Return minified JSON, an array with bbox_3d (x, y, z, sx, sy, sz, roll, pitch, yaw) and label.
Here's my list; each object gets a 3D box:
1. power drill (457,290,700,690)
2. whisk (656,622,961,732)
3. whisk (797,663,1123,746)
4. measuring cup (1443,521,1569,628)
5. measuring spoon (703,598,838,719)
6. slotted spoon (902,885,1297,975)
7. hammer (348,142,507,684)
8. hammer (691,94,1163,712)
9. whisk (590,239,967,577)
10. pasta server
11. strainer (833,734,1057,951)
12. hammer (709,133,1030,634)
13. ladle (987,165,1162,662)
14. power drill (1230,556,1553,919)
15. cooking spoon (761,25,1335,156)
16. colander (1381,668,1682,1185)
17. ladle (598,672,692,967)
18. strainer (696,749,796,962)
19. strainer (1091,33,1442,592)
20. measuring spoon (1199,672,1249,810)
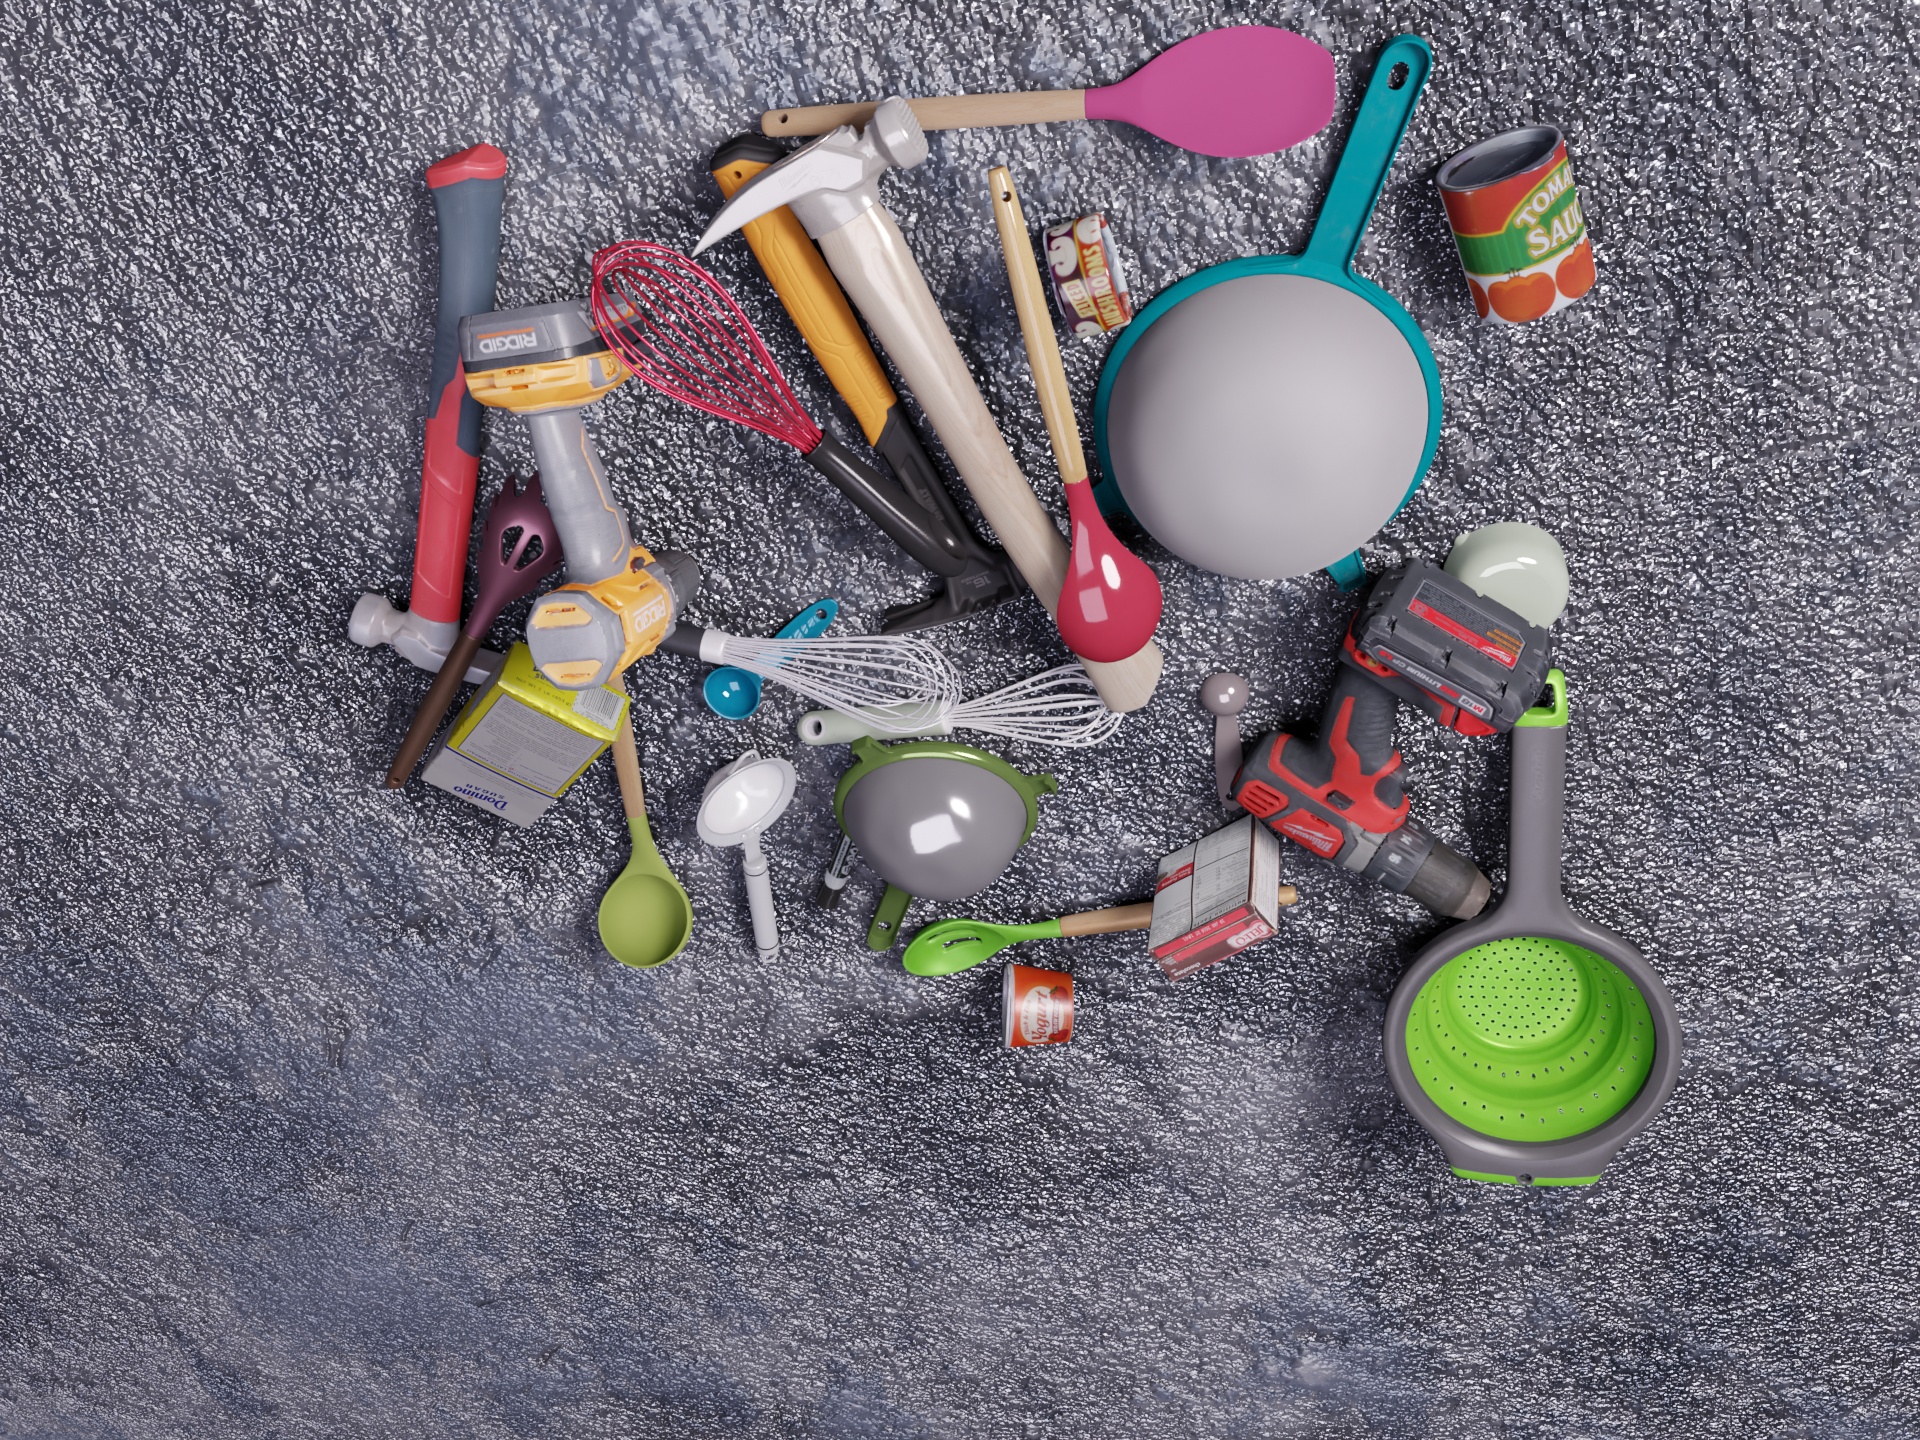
[{"bbox_3d":[-0.225,-0.149,1.000,0.084,0.185,0.226,-4,107,14],"label":"power drill"},{"bbox_3d":[-0.139,-0.043,1.099,0.284,0.070,0.070,12,128,6],"label":"whisk"},{"bbox_3d":[-0.002,-0.004,1.131,0.246,0.059,0.058,-5,89,18],"label":"whisk"},{"bbox_3d":[0.321,-0.057,1.036,0.083,0.038,0.167,34,123,-16],"label":"measuring cup"},{"bbox_3d":[-0.132,-0.049,1.138,0.128,0.021,0.042,-39,105,21],"label":"measuring spoon"},{"bbox_3d":[0.105,0.159,1.244,0.314,0.031,0.070,-10,141,14],"label":"slotted spoon"},{"bbox_3d":[-0.319,-0.184,1.049,0.143,0.038,0.386,17,128,-5],"label":"hammer"},{"bbox_3d":[0.004,-0.160,0.974,0.146,0.038,0.410,-23,120,19],"label":"hammer"},{"bbox_3d":[-0.104,-0.179,0.962,0.295,0.073,0.073,38,124,-25],"label":"whisk"},{"bbox_3d":[-0.348,-0.051,1.118,0.060,0.040,0.316,29,129,-16],"label":"pasta server"},{"bbox_3d":[-0.034,0.119,1.190,0.151,0.069,0.256,12,137,-10],"label":"strainer"},{"bbox_3d":[-0.065,-0.202,0.996,0.127,0.034,0.336,-18,122,20],"label":"hammer"},{"bbox_3d":[0.062,-0.167,0.935,0.069,0.031,0.315,-20,117,-4],"label":"ladle"},{"bbox_3d":[0.297,0.025,1.041,0.188,0.080,0.226,32,138,10],"label":"power drill"},{"bbox_3d":[0.044,-0.340,0.879,0.319,0.017,0.069,1,95,11],"label":"cooking spoon"},{"bbox_3d":[0.411,0.143,1.155,0.204,0.094,0.397,0,109,14],"label":"colander"},{"bbox_3d":[-0.255,0.056,1.210,0.078,0.062,0.319,5,125,11],"label":"ladle"},{"bbox_3d":[-0.164,0.106,1.241,0.087,0.050,0.258,-27,138,-25],"label":"strainer"},{"bbox_3d":[0.196,-0.208,0.909,0.211,0.095,0.340,15,129,-2],"label":"strainer"},{"bbox_3d":[0.190,0.020,1.130,0.034,0.018,0.124,-3,127,11],"label":"measuring spoon"}]
